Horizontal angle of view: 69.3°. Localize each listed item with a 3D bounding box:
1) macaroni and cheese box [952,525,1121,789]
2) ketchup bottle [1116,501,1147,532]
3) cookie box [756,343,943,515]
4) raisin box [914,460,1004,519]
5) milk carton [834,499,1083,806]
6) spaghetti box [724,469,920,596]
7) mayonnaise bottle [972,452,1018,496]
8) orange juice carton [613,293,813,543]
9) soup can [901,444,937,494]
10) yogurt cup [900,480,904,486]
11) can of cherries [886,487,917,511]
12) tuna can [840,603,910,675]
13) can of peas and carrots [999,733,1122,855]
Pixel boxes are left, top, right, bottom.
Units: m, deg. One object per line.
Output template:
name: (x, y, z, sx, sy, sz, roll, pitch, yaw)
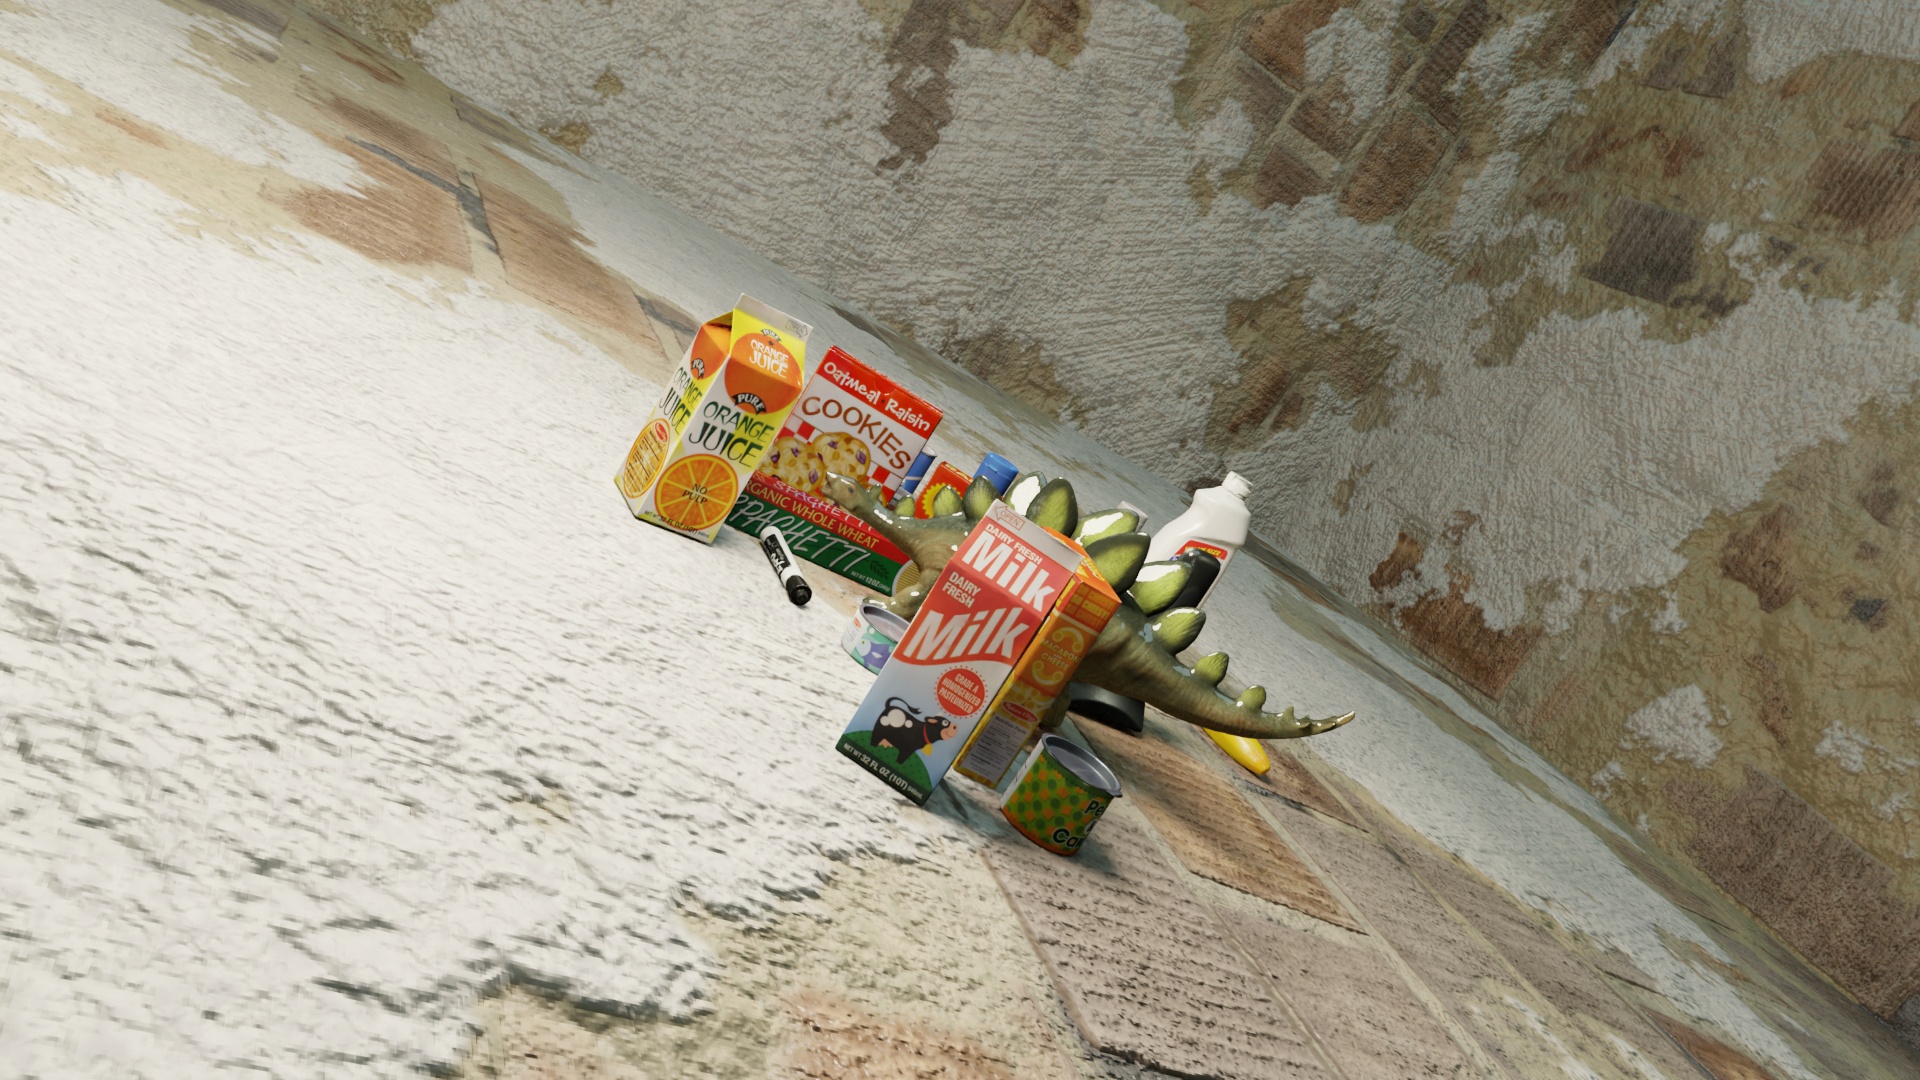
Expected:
macaroni and cheese box: (0.043, 0.083, 1.032, 0.040, 0.166, 0.124, 29, 12, -18)
ketchup bottle: (0.165, 0.025, 1.631, 0.065, 0.148, 0.043, 31, 11, -7)
cookie box: (-0.110, -0.082, 1.306, 0.123, 0.167, 0.040, 31, 11, -9)
raisin box: (-0.015, -0.003, 1.337, 0.086, 0.123, 0.040, 33, 11, 2)
milk carton: (0.002, 0.071, 0.914, 0.072, 0.190, 0.073, 34, 11, 6)
spaghetti box: (-0.116, -0.002, 1.253, 0.250, 0.050, 0.029, 26, 13, -29)
mayonnaise bottle: (0.005, -0.017, 1.388, 0.065, 0.147, 0.041, 36, 12, 18)
orange juice carton: (-0.193, -0.101, 1.107, 0.072, 0.192, 0.073, 24, 14, -38)
soup can: (-0.078, -0.081, 1.592, 0.071, 0.083, 0.071, 31, 11, -7)
yogurt cup: (-0.102, -0.060, 1.517, 0.072, 0.054, 0.072, 31, 11, -7)
can of cherries: (-0.081, -0.028, 1.427, 0.071, 0.058, 0.071, 31, 11, -7)
tuna can: (-0.057, 0.083, 1.100, 0.071, 0.032, 0.071, 31, 12, -7)
can of peas and carrots: (0.071, 0.179, 0.975, 0.071, 0.058, 0.071, 31, 11, -7)
